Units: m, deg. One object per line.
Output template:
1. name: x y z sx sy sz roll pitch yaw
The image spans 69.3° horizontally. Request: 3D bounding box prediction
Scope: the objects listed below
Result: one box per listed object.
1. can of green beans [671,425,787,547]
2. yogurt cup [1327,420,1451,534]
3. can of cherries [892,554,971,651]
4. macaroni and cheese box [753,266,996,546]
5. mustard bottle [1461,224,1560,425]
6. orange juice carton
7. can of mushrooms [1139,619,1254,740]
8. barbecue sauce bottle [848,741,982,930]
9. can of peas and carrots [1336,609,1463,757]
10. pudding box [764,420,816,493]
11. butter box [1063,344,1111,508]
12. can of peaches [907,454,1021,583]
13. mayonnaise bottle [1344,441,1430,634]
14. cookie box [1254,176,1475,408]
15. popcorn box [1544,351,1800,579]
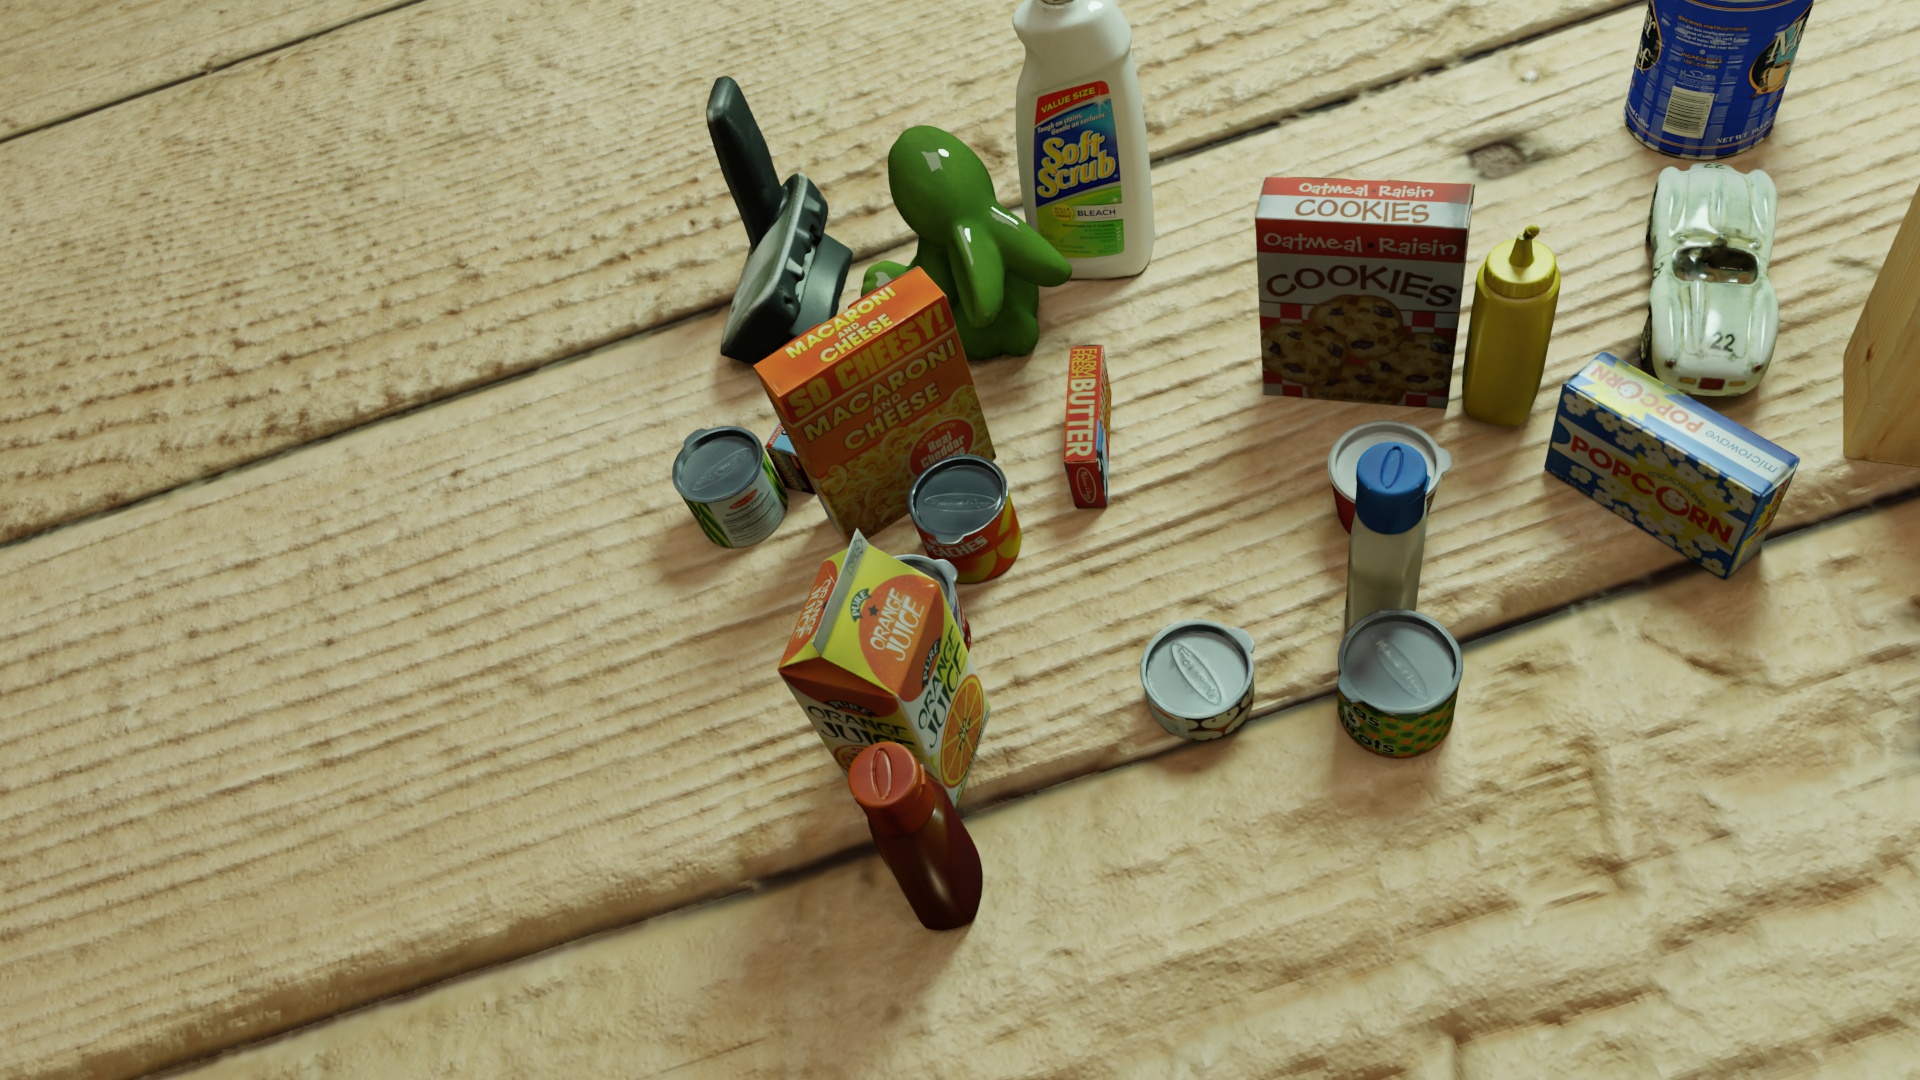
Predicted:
1. can of green beans: -0.161 -0.037 0.973 0.071 0.057 0.071 -7 54 10
2. yogurt cup: 0.264 -0.033 0.866 0.072 0.053 0.073 -7 54 10
3. can of cherries: -0.028 0.051 0.878 0.071 0.058 0.072 -7 54 10
4. macaroni and cheese box: -0.052 -0.083 0.911 0.124 0.165 0.040 -33 55 -9
5. mustard bottle: 0.339 -0.138 0.855 0.049 0.159 0.065 10 59 21
6. orange juice carton: -0.044 0.075 0.781 0.073 0.191 0.072 9 59 20
7. can of mushrooms: 0.144 0.082 0.828 0.071 0.033 0.071 -7 54 10
8. barbecue sauce bottle: -0.023 0.156 0.747 0.044 0.148 0.065 -11 54 7
9. can of peas and carrots: 0.245 0.083 0.786 0.071 0.058 0.071 -7 54 10
10. pudding box: -0.104 -0.082 0.995 0.030 0.049 0.084 14 60 23
11. butter box: 0.087 -0.078 0.943 0.024 0.053 0.104 -2 55 13
12. can of peaches: 0.003 -0.011 0.914 0.071 0.057 0.071 -7 54 10
13. mayonnaise bottle: 0.242 0.002 0.789 0.041 0.147 0.065 12 60 21
14. cookie box: 0.254 -0.156 0.884 0.123 0.166 0.040 7 58 19
15. popcorn box: 0.414 -0.045 0.817 0.038 0.085 0.127 -39 56 -14
